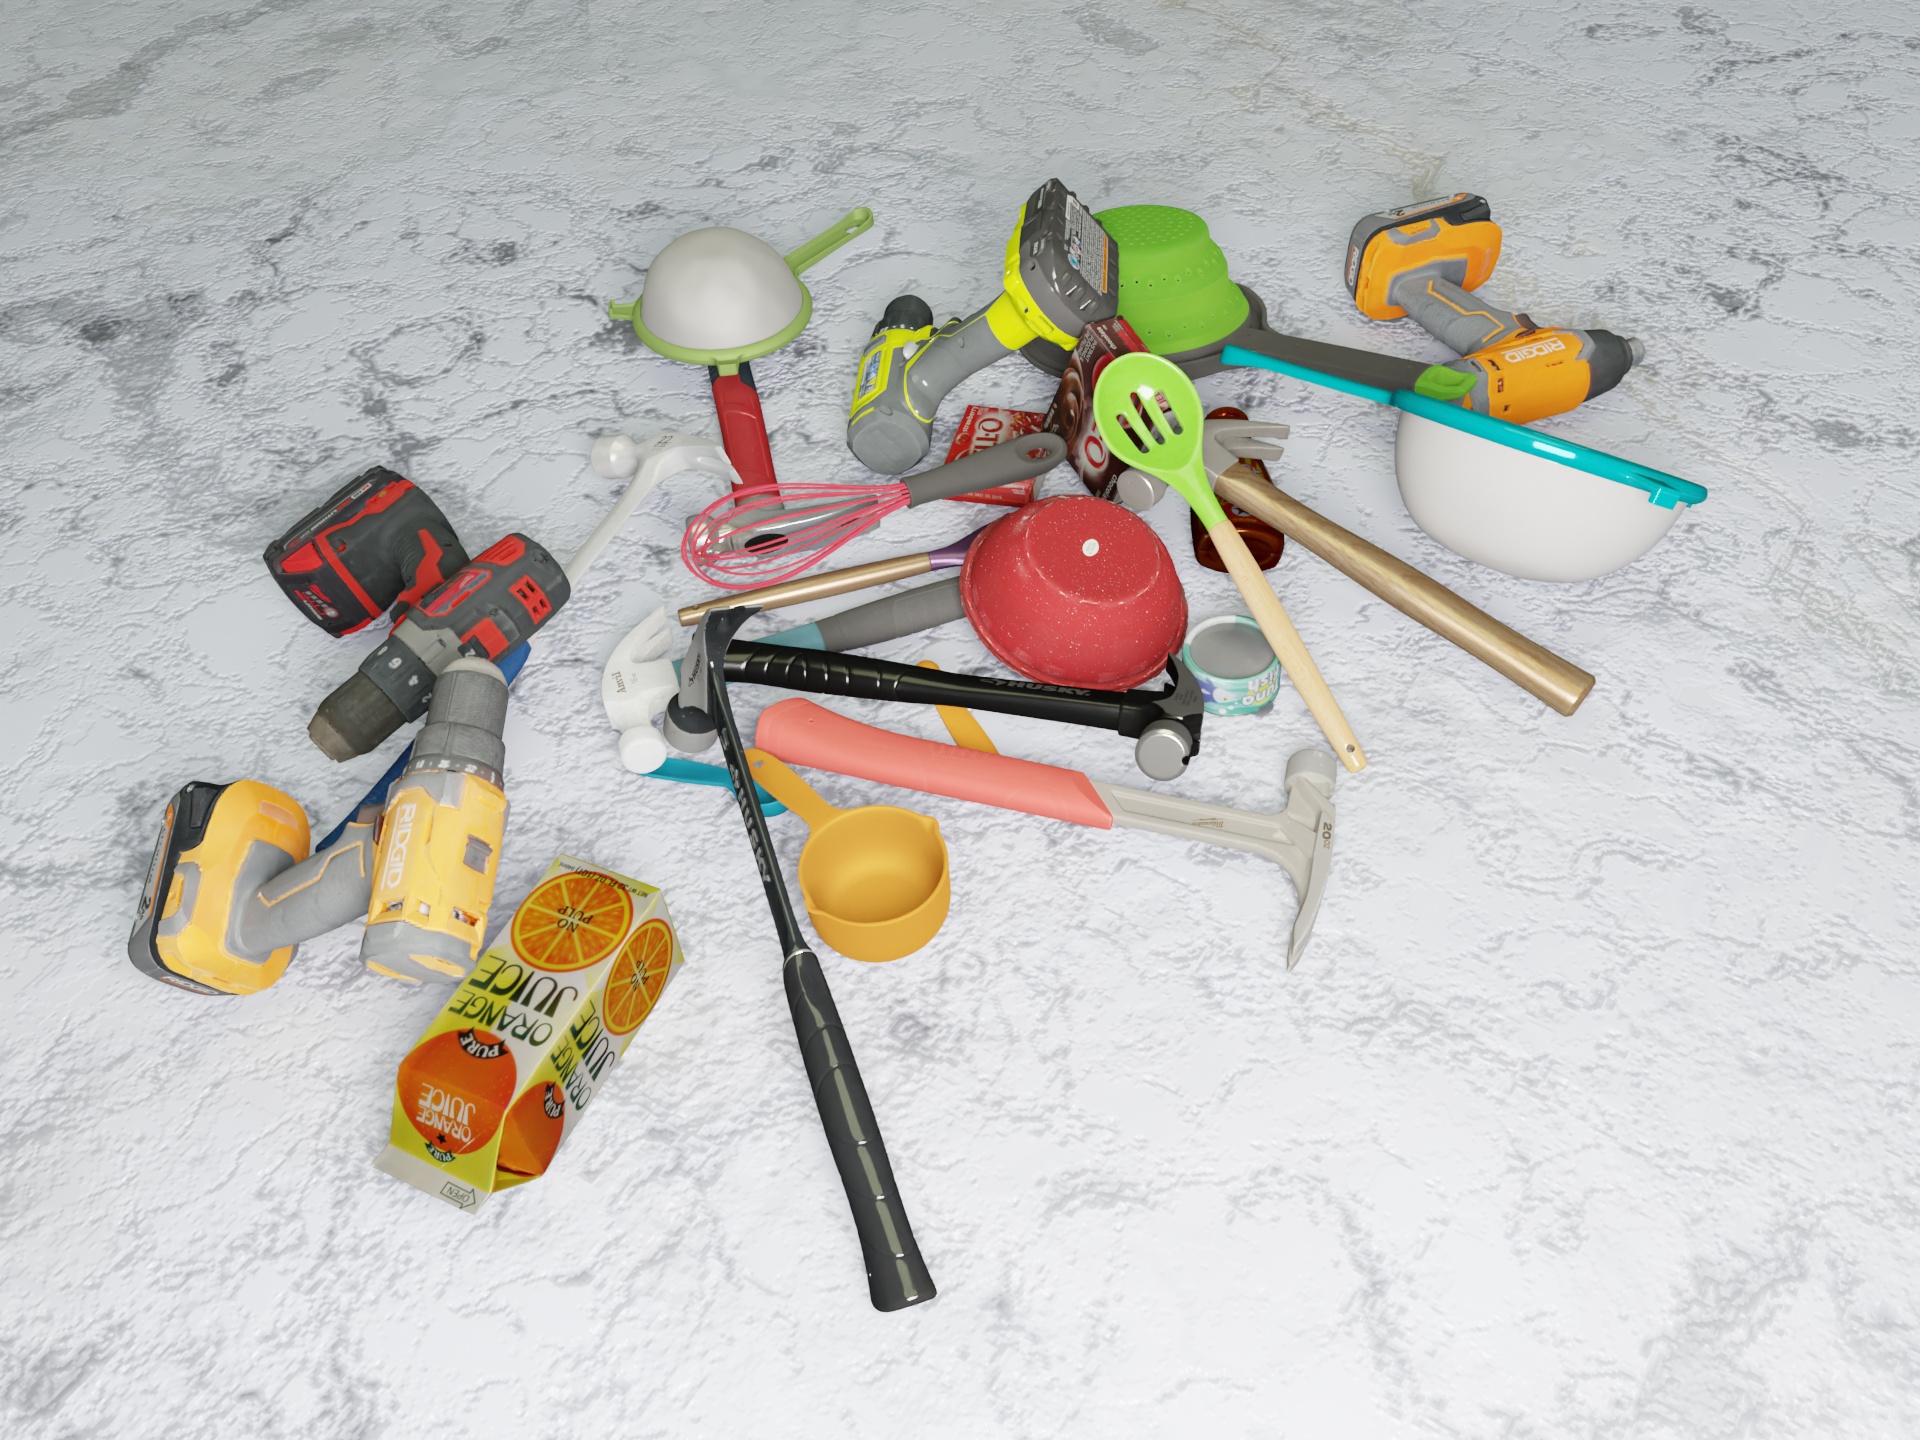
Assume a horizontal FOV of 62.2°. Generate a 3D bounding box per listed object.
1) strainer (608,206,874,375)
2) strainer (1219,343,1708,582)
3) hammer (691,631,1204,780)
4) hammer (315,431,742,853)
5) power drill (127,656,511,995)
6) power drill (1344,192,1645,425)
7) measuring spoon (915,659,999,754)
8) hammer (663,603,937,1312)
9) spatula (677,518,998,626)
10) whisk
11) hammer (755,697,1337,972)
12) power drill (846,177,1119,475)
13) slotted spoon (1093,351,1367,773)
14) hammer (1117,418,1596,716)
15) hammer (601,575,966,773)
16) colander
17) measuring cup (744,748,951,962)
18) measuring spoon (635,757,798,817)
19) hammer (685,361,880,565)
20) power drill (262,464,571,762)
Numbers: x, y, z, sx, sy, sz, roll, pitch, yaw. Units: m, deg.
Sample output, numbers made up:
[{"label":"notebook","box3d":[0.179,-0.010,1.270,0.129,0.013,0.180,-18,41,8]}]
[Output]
[{"label":"strainer","box3d":[-0.165,-0.392,1.337,0.152,0.069,0.256,31,57,27]},{"label":"strainer","box3d":[0.324,-0.171,1.095,0.340,0.095,0.211,23,17,23]},{"label":"hammer","box3d":[-0.014,-0.023,0.997,0.335,0.035,0.146,8,20,13]},{"label":"hammer","box3d":[-0.294,-0.061,1.089,0.144,0.035,0.406,5,50,34]},{"label":"power drill","box3d":[-0.354,0.063,0.910,0.226,0.084,0.185,-11,61,25]},{"label":"power drill","box3d":[0.421,-0.323,1.261,0.164,0.084,0.227,-16,52,-9]},{"label":"measuring spoon","box3d":[-0.002,-0.003,1.051,0.021,0.011,0.117,-22,49,-15]},{"label":"hammer","box3d":[-0.090,0.117,0.863,0.036,0.149,0.409,-7,58,-25]},{"label":"spatula","box3d":[-0.048,-0.111,1.151,0.316,0.018,0.060,-14,43,-9]},{"label":"whisk","box3d":[-0.057,-0.158,1.138,0.296,0.073,0.073,-19,48,-15]},{"label":"hammer","box3d":[0.045,0.049,0.970,0.359,0.036,0.149,11,49,11]},{"label":"power drill","box3d":[0.010,-0.310,1.227,0.228,0.080,0.191,-29,37,33]},{"label":"slotted spoon","box3d":[0.178,-0.103,1.033,0.070,0.031,0.314,-28,76,1]},{"label":"hammer","box3d":[0.273,-0.107,1.068,0.331,0.031,0.130,36,52,19]},{"label":"hammer","box3d":[-0.083,-0.059,1.093,0.331,0.033,0.128,-17,44,-12]},{"label":"colander","box3d":[0.209,-0.329,1.238,0.397,0.094,0.204,21,44,31]},{"label":"measuring cup","box3d":[-0.076,0.078,0.958,0.095,0.052,0.174,-35,51,-24]},{"label":"measuring spoon","box3d":[-0.160,0.043,1.026,0.129,0.021,0.042,8,37,25]},{"label":"hammer","box3d":[-0.168,-0.269,1.295,0.143,0.038,0.387,-11,47,-6]},{"label":"power drill","box3d":[-0.386,-0.073,1.072,0.188,0.080,0.227,-44,45,-18]}]
